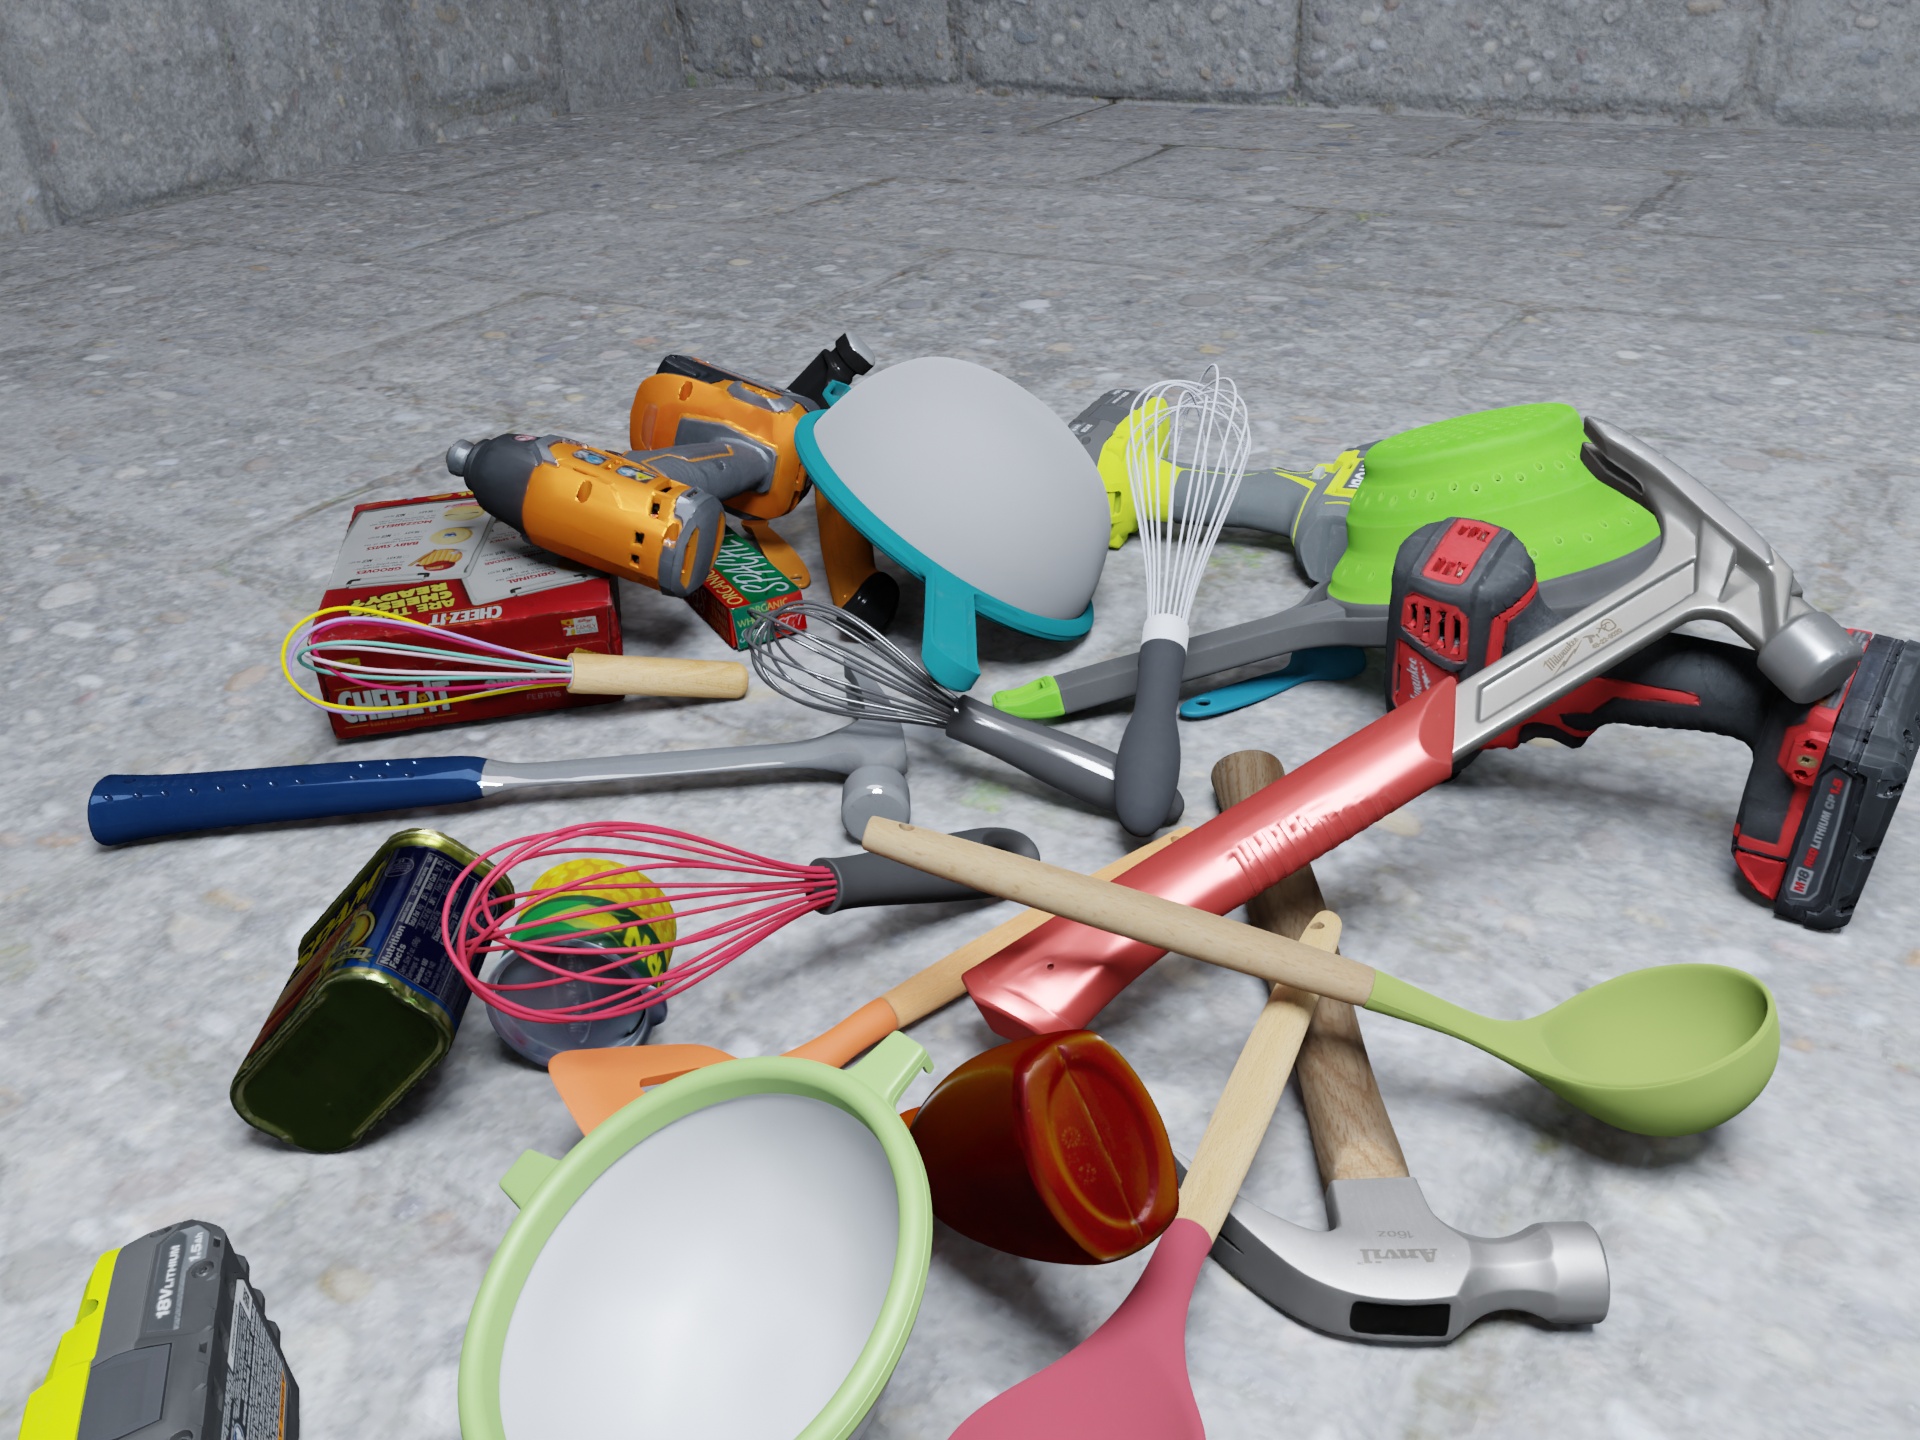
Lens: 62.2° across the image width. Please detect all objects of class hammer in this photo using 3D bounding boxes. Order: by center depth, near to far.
[{"bbox_3d":[0.157,0.014,0.630,0.359,0.036,0.149,-30,56,-4],"label":"hammer"},{"bbox_3d":[0.136,0.105,0.636,0.130,0.031,0.332,-2,29,1],"label":"hammer"},{"bbox_3d":[-0.230,0.026,0.814,0.405,0.035,0.144,-4,29,-1],"label":"hammer"},{"bbox_3d":[-0.091,-0.152,1.083,0.127,0.034,0.337,-41,34,17],"label":"hammer"}]

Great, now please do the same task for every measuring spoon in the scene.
[{"bbox_3d":[0.172,-0.029,0.877,0.128,0.021,0.042,-19,32,-28],"label":"measuring spoon"},{"bbox_3d":[-0.125,-0.113,1.080,0.021,0.011,0.117,-13,34,-20],"label":"measuring spoon"}]

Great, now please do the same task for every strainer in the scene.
[{"bbox_3d":[-0.063,0.214,0.432,0.151,0.069,0.257,-20,39,12],"label":"strainer"},{"bbox_3d":[0.015,-0.120,0.872,0.211,0.095,0.341,31,21,-14],"label":"strainer"}]

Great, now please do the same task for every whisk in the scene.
[{"bbox_3d":[-0.069,0.069,0.631,0.073,0.073,0.295,24,19,40],"label":"whisk"},{"bbox_3d":[-0.001,-0.004,0.782,0.239,0.055,0.055,23,35,10],"label":"whisk"},{"bbox_3d":[0.106,-0.066,0.797,0.070,0.070,0.285,4,58,13],"label":"whisk"},{"bbox_3d":[-0.230,-0.030,0.849,0.244,0.051,0.047,2,58,-28],"label":"whisk"}]

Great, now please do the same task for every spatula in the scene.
[{"bbox_3d":[-0.009,0.104,0.644,0.322,0.041,0.081,-25,59,-35],"label":"spatula"}]

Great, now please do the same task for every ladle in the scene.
[{"bbox_3d":[0.079,0.145,0.506,0.069,0.031,0.315,0,24,28],"label":"ladle"},{"bbox_3d":[0.121,0.075,0.559,0.320,0.062,0.078,17,18,5],"label":"ladle"}]

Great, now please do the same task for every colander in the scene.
[{"bbox_3d":[0.201,-0.091,0.852,0.397,0.094,0.204,-15,13,0],"label":"colander"}]

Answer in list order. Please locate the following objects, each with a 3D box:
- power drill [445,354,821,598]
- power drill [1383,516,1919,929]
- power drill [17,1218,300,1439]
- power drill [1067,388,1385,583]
[{"bbox_3d":[-0.192,-0.156,0.967,0.164,0.084,0.226,21,29,9],"label":"power drill"},{"bbox_3d":[0.294,0.000,0.706,0.220,0.143,0.078,21,52,29],"label":"power drill"},{"bbox_3d":[-0.311,0.222,0.434,0.228,0.080,0.191,-14,31,-13],"label":"power drill"},{"bbox_3d":[0.189,-0.158,1.060,0.223,0.080,0.171,13,33,21],"label":"power drill"}]
